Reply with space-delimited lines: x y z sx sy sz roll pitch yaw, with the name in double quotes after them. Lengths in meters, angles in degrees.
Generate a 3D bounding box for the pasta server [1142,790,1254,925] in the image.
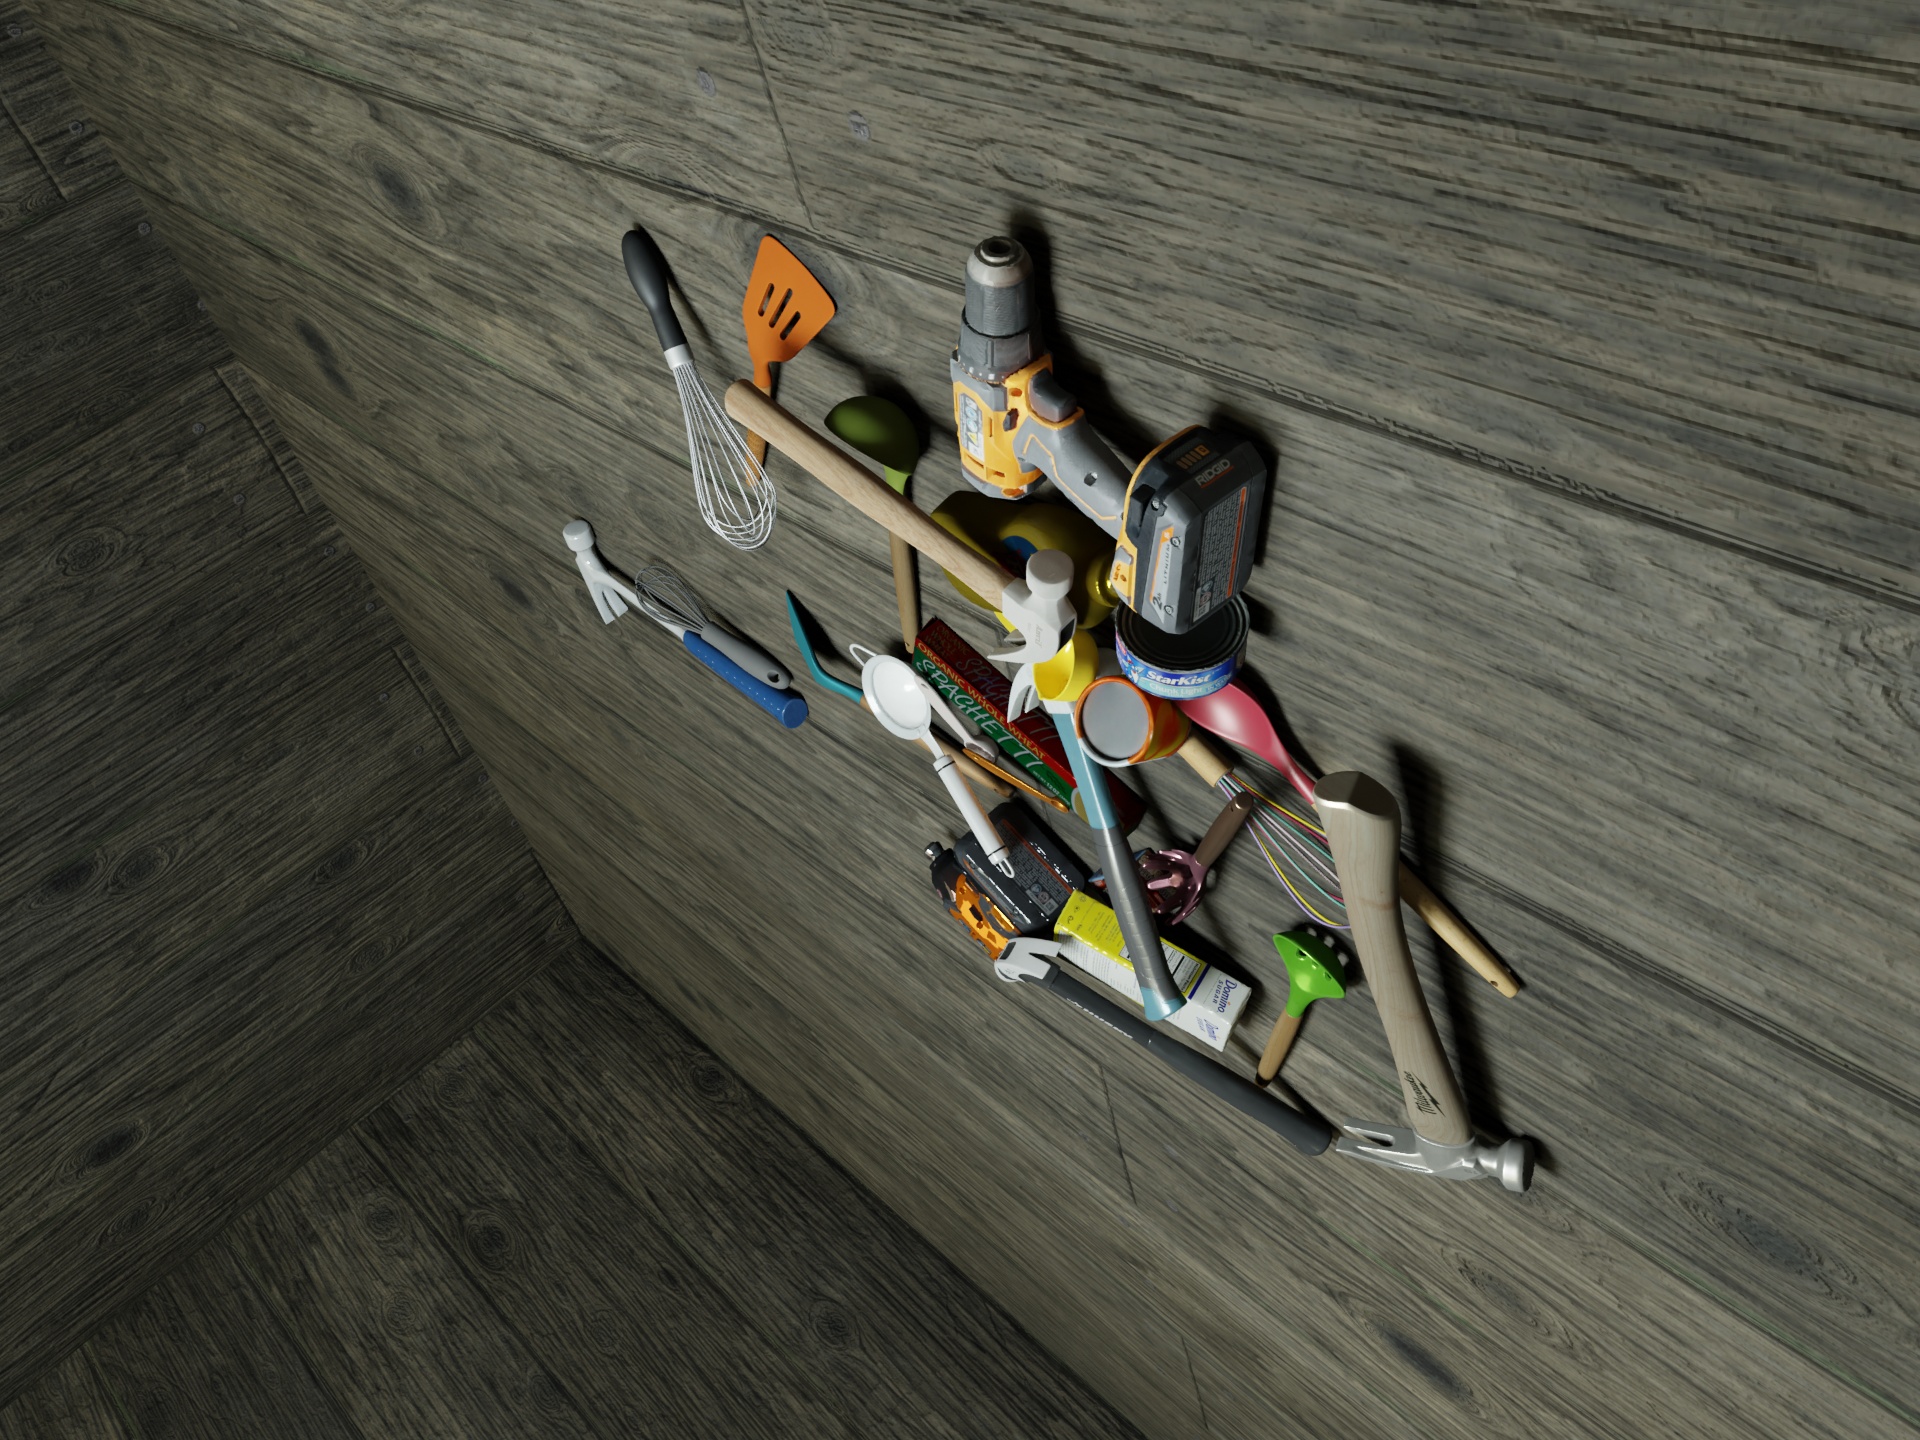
0.179 0.099 1.187 0.316 0.040 0.060 90 161 -74 "pasta server"

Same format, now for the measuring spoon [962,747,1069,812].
0.051 0.051 1.429 0.117 0.011 0.021 29 163 23 "measuring spoon"

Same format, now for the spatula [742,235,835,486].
-0.158 -0.275 1.320 0.081 0.041 0.322 47 161 7 "spatula"

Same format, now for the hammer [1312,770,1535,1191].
0.297 0.191 1.110 0.146 0.038 0.410 2 134 33 "hammer"

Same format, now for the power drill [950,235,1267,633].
0.079 -0.179 0.976 0.226 0.084 0.185 42 154 29 "power drill"

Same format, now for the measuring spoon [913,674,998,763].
-0.002 -0.005 1.422 0.034 0.018 0.124 12 150 49 "measuring spoon"

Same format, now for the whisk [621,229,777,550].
-0.227 -0.278 1.352 0.070 0.070 0.284 -4 110 62 "whisk"

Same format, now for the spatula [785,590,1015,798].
-0.067 -0.017 1.545 0.318 0.044 0.082 33 151 24 "spatula"

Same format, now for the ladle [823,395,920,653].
-0.059 -0.144 1.298 0.078 0.062 0.319 39 157 24 "ladle"

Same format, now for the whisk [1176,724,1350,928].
0.208 0.053 1.146 0.245 0.051 0.047 46 136 19 "whisk"

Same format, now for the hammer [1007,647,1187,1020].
0.121 0.095 1.274 0.128 0.033 0.331 4 118 54 "hammer"

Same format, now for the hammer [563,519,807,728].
-0.322 -0.097 1.858 0.406 0.035 0.143 34 152 33 "hammer"

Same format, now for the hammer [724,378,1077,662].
-0.049 -0.150 1.140 0.331 0.031 0.130 38 156 23 "hammer"

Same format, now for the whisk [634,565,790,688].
-0.277 -0.102 1.766 0.239 0.055 0.055 34 153 22 "whisk"

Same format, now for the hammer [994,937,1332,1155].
0.184 0.292 1.427 0.335 0.035 0.146 31 165 1 "hammer"

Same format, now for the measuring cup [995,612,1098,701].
0.062 -0.065 1.209 0.157 0.029 0.062 54 131 54 "measuring cup"

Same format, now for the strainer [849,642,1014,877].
-0.018 0.032 1.457 0.258 0.050 0.087 59 143 8 "strainer"

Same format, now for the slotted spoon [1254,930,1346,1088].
0.274 0.250 1.332 0.070 0.031 0.313 40 157 23 "slotted spoon"

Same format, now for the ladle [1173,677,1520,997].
0.263 0.072 1.084 0.315 0.031 0.069 45 157 6 "ladle"

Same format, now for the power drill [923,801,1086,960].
0.033 0.160 1.562 0.164 0.084 0.226 46 160 10 "power drill"
